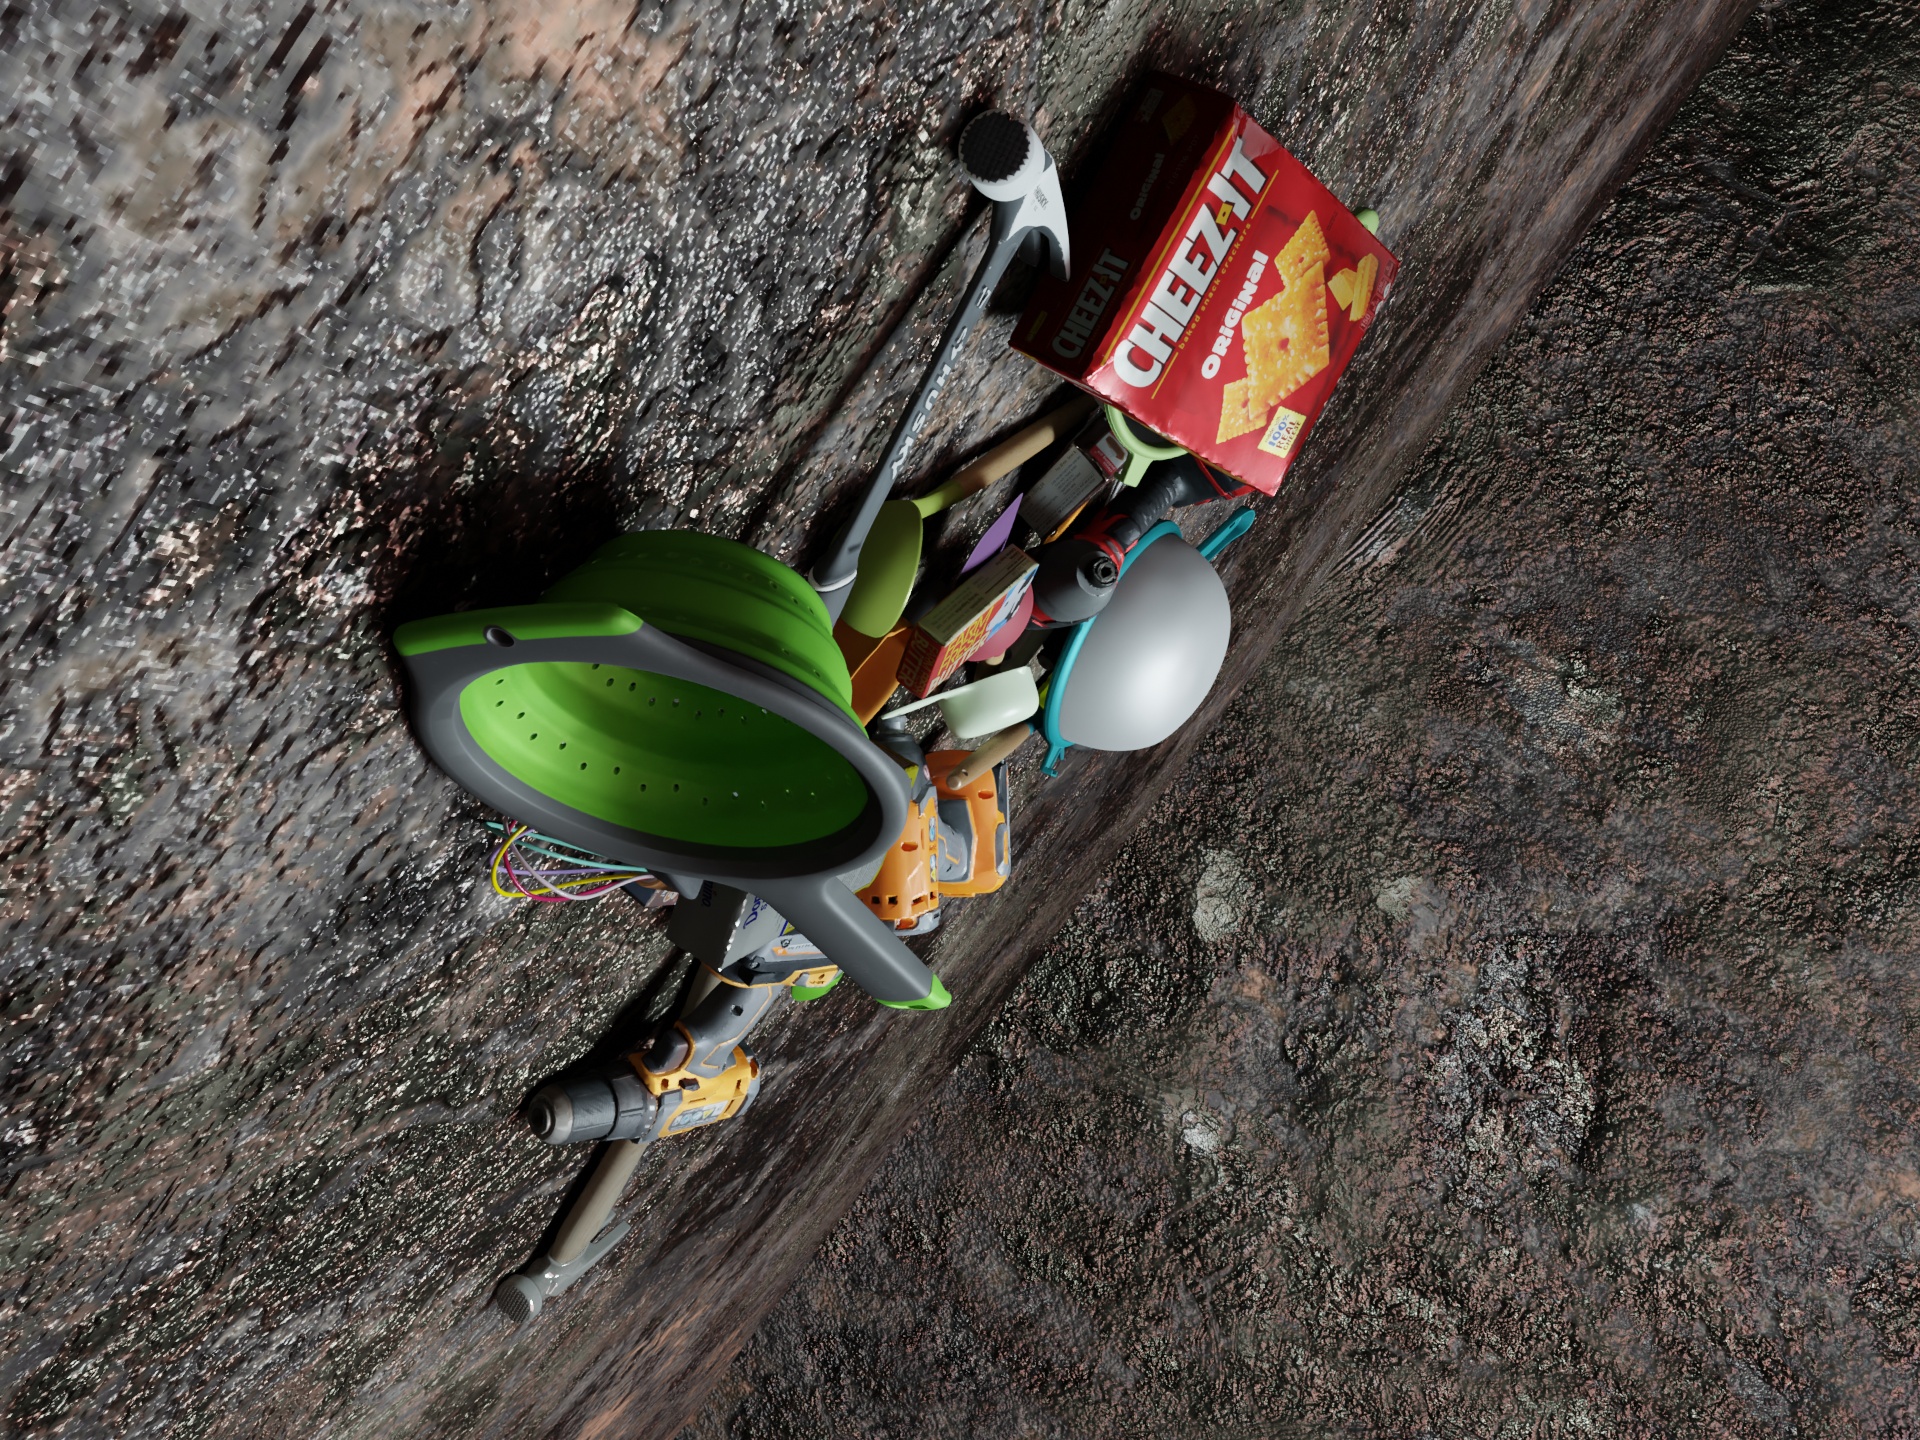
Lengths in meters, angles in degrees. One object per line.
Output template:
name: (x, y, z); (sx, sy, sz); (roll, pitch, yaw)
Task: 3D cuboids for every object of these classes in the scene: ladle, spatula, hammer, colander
ladle: (0.023, -0.050, 1.190); (0.069, 0.031, 0.315); (-49, 176, -8)
spatula: (-0.001, -0.070, 1.077); (0.060, 0.018, 0.315); (-50, 175, -19)
ladle: (0.019, -0.141, 0.970); (0.320, 0.062, 0.078); (-41, 170, -48)
spatula: (0.035, 0.021, 1.300); (0.044, 0.082, 0.317); (-37, 178, 21)
hammer: (-0.054, -0.091, 0.795); (0.409, 0.036, 0.149); (-62, 167, 7)
hammer: (-0.252, 0.319, 1.292); (0.410, 0.038, 0.146); (-59, 166, 25)
colander: (-0.086, 0.027, 0.733); (0.396, 0.204, 0.095); (54, 39, -52)

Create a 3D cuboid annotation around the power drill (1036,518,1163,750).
power drill: (0.125, -0.070, 1.466); (0.171, 0.080, 0.223); (-48, 162, -21)

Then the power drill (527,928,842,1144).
power drill: (-0.185, 0.206, 1.103); (0.185, 0.084, 0.226); (2, 128, -51)

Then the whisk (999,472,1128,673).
whisk: (0.107, -0.135, 1.313); (0.059, 0.058, 0.246); (24, 110, -41)

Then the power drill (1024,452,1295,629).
power drill: (0.130, -0.149, 1.157); (0.220, 0.078, 0.143); (-41, -168, -17)

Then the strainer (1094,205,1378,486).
strainer: (0.164, -0.274, 1.020); (0.256, 0.069, 0.151); (-37, 139, -24)

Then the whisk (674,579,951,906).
whisk: (-0.092, 0.025, 1.033); (0.296, 0.073, 0.073); (-55, 168, -16)

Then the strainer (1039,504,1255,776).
strainer: (0.198, -0.086, 1.357); (0.340, 0.095, 0.210); (-42, 154, -39)

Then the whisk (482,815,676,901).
whisk: (-0.178, 0.078, 0.840); (0.244, 0.051, 0.047); (34, 65, -71)

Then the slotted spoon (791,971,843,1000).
slotted spoon: (-0.089, 0.166, 1.326); (0.070, 0.031, 0.314); (-64, 178, 11)

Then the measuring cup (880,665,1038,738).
measuring cup: (-0.002, -0.004, 1.182); (0.083, 0.038, 0.167); (-22, 177, 36)

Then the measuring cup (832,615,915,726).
measuring cup: (-0.097, -0.013, 0.923); (0.173, 0.052, 0.095); (-40, 162, -35)

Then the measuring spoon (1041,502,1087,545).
measuring spoon: (0.097, -0.181, 1.229); (0.117, 0.011, 0.021); (-51, 160, 11)

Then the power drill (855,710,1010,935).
power drill: (-0.025, 0.073, 1.249); (0.226, 0.084, 0.164); (-6, 95, -73)
